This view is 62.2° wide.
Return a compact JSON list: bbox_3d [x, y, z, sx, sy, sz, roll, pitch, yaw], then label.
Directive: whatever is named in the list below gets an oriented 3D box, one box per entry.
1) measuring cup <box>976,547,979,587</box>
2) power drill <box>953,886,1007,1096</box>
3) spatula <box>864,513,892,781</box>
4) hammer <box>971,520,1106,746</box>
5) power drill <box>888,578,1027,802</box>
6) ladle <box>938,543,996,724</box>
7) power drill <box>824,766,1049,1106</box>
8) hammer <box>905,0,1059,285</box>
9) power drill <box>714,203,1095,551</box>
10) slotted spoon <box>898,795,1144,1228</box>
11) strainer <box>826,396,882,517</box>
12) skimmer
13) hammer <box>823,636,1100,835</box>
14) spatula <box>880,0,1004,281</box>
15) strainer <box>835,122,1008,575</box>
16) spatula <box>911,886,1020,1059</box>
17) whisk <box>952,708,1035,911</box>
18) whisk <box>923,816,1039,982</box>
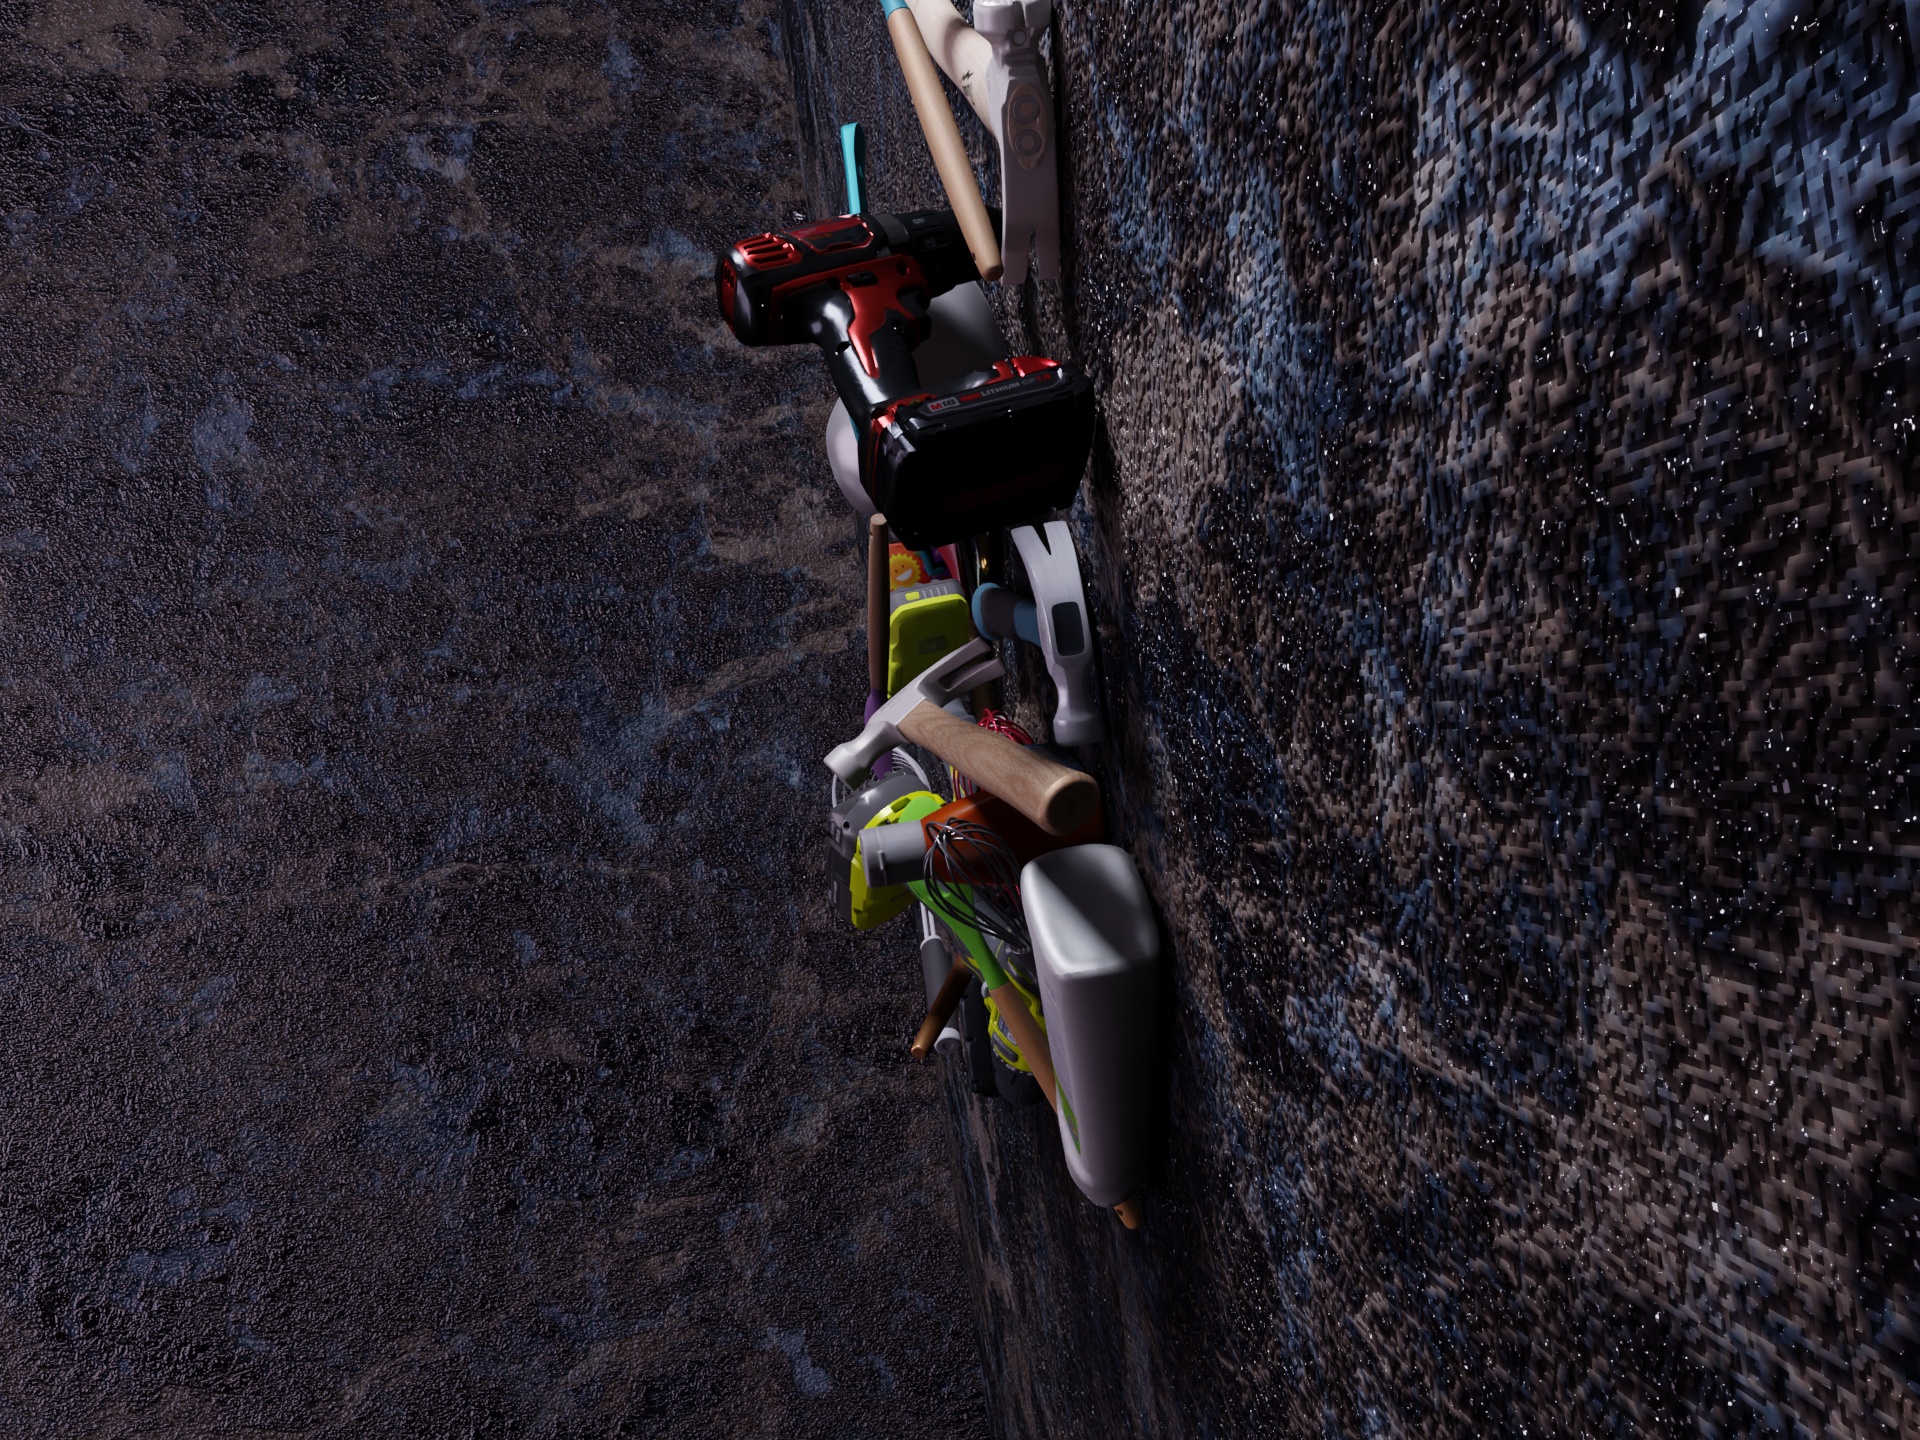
[{"bbox_3d":[-0.002,-0.171,1.302,0.083,0.038,0.167,-117,22,-72],"label":"measuring cup"},{"bbox_3d":[0.032,0.234,1.403,0.220,0.078,0.143,-121,23,-82],"label":"power drill"},{"bbox_3d":[-0.068,-0.049,1.311,0.315,0.018,0.060,94,152,-49],"label":"spatula"},{"bbox_3d":[0.043,-0.066,1.062,0.331,0.033,0.128,-137,38,-81],"label":"hammer"},{"bbox_3d":[-0.002,-0.004,1.301,0.171,0.080,0.223,95,156,-50],"label":"power drill"},{"bbox_3d":[0.012,-0.062,1.405,0.069,0.031,0.315,114,145,-78],"label":"ladle"},{"bbox_3d":[0.001,0.161,1.142,0.229,0.080,0.190,43,146,29],"label":"power drill"},{"bbox_3d":[0.001,-0.401,0.977,0.411,0.038,0.146,-106,9,-55],"label":"hammer"},{"bbox_3d":[-0.012,-0.209,0.882,0.227,0.188,0.080,55,154,33],"label":"power drill"},{"bbox_3d":[0.038,0.192,1.024,0.070,0.031,0.314,-24,97,54],"label":"slotted spoon"},{"bbox_3d":[-0.093,-0.273,1.361,0.151,0.069,0.257,92,158,-65],"label":"strainer"},{"bbox_3d":[-0.059,0.158,1.452,0.127,0.090,0.364,-61,23,28],"label":"skimmer"},{"bbox_3d":[0.008,0.016,0.944,0.031,0.130,0.331,49,173,-18],"label":"hammer"},{"bbox_3d":[-0.016,-0.375,0.884,0.082,0.044,0.318,90,164,-68],"label":"spatula"},{"bbox_3d":[-0.024,-0.283,1.070,0.210,0.095,0.341,60,-160,-62],"label":"strainer"},{"bbox_3d":[0.011,0.172,1.305,0.323,0.041,0.081,-55,-36,-57],"label":"spatula"},{"bbox_3d":[0.051,0.134,1.171,0.073,0.073,0.295,-130,26,-79],"label":"whisk"},{"bbox_3d":[0.042,0.132,0.957,0.238,0.055,0.055,52,-164,-41],"label":"whisk"}]
